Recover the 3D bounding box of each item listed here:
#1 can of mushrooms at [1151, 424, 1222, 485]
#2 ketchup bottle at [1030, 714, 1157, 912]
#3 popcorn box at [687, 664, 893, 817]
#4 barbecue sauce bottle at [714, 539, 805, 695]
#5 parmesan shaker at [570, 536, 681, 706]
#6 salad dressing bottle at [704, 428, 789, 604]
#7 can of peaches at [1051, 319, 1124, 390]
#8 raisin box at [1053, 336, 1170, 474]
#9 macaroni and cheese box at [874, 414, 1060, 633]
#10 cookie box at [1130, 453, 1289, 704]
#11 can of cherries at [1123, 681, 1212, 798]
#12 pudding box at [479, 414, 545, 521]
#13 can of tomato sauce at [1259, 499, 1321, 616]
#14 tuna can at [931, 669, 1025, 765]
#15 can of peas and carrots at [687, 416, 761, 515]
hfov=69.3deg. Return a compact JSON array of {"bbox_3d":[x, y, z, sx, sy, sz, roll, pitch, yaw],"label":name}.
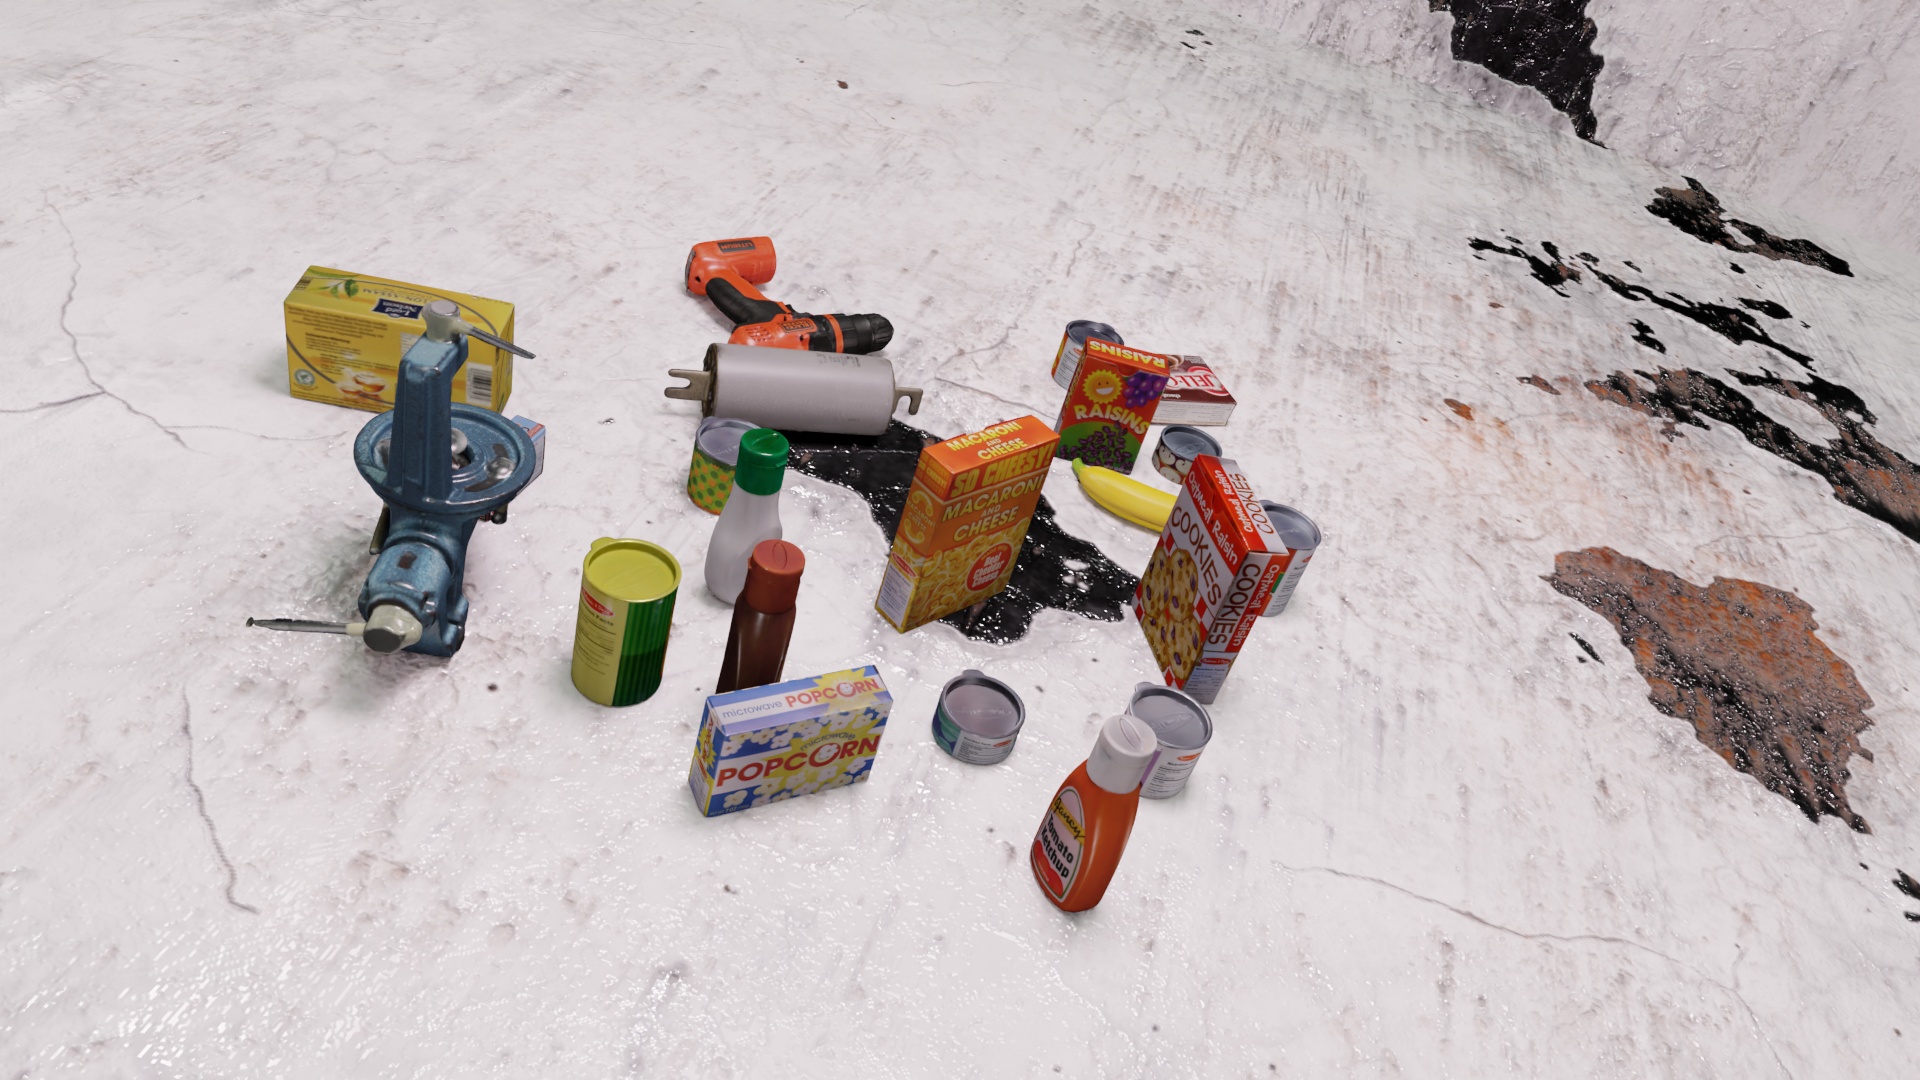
[{"bbox_3d":[0.233,-0.086,1.420,0.071,0.033,0.071,12,37,-9],"label":"can of mushrooms"},{"bbox_3d":[0.090,0.179,0.923,0.043,0.148,0.065,-3,41,-27],"label":"ketchup bottle"},{"bbox_3d":[-0.116,0.136,0.944,0.127,0.084,0.038,-8,44,-31],"label":"popcorn box"},{"bbox_3d":[-0.140,0.066,0.971,0.044,0.147,0.065,7,38,-15],"label":"barbecue sauce bottle"},{"bbox_3d":[-0.238,0.057,0.979,0.071,0.102,0.072,12,37,-9],"label":"parmesan shaker"},{"bbox_3d":[-0.162,-0.018,1.070,0.044,0.146,0.064,35,40,22],"label":"salad dressing bottle"},{"bbox_3d":[0.138,-0.198,1.505,0.071,0.057,0.071,12,37,-9],"label":"can of peaches"},{"bbox_3d":[0.145,-0.131,1.367,0.086,0.122,0.040,14,36,-6],"label":"raisin box"},{"bbox_3d":[0.004,-0.014,1.120,0.124,0.165,0.040,-21,51,-41],"label":"macaroni and cheese box"},{"bbox_3d":[0.200,0.032,1.142,0.040,0.166,0.123,4,39,-19],"label":"cookie box"},{"bbox_3d":[0.150,0.152,1.058,0.071,0.058,0.072,12,37,-9],"label":"can of cherries"},{"bbox_3d":[-0.368,-0.059,1.119,0.030,0.049,0.084,22,37,5],"label":"pudding box"},{"bbox_3d":[0.280,0.017,1.267,0.071,0.082,0.071,12,37,-9],"label":"can of tomato sauce"},{"bbox_3d":[0.012,0.133,1.046,0.071,0.032,0.071,12,37,-9],"label":"tuna can"},{"bbox_3d":[-0.199,-0.064,1.188,0.071,0.058,0.071,12,37,-9],"label":"can of peas and carrots"}]
